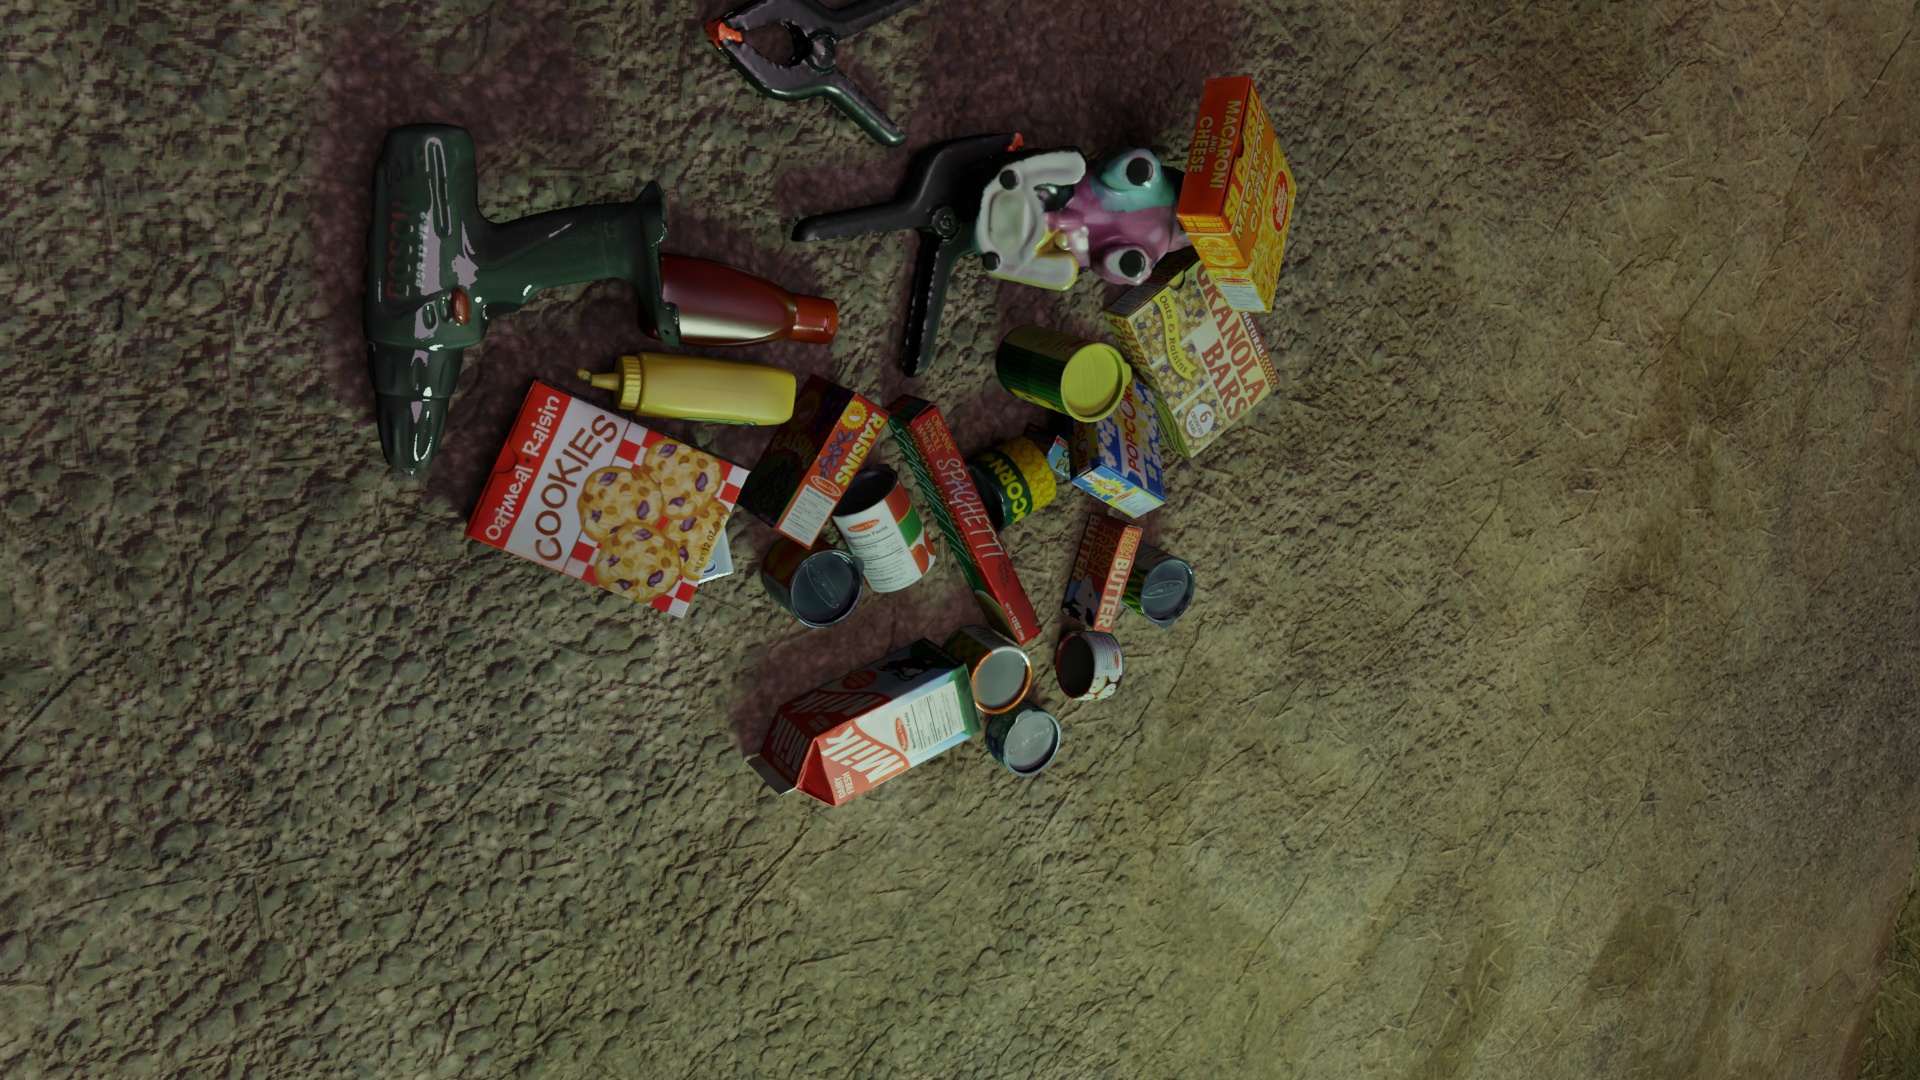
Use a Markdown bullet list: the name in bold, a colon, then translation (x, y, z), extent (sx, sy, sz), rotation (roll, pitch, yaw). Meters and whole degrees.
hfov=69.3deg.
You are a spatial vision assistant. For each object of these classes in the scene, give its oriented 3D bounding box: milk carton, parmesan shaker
- **milk carton**: translation (-0.085, 0.162, 1.193), extent (0.191, 0.072, 0.073), rotation (-24, 117, -24)
- **parmesan shaker**: translation (0.087, -0.144, 1.181), extent (0.071, 0.103, 0.071), rotation (-10, 111, -28)

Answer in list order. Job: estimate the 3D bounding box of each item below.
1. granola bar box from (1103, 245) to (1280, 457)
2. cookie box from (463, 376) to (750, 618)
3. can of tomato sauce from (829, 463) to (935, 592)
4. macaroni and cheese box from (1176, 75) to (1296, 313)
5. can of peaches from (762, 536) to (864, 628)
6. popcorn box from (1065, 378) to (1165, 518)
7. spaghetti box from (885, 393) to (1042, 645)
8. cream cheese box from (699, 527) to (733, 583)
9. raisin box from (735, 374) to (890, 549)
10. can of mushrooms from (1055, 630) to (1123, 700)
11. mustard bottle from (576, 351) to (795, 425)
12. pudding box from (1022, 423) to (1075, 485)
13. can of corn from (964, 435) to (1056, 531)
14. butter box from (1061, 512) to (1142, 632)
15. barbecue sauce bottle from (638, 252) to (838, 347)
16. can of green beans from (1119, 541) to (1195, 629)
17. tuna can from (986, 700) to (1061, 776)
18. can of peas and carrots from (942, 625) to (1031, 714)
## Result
- **granola bar box**: translation (0.219, -0.179, 1.291), extent (0.124, 0.039, 0.165), rotation (-40, 122, -15)
- **cookie box**: translation (-0.258, -0.031, 1.020), extent (0.167, 0.040, 0.123), rotation (24, 91, -20)
- **can of tomato sauce**: translation (-0.065, -0.010, 1.155), extent (0.071, 0.071, 0.082), rotation (-36, 121, -17)
- **macaroni and cheese box**: translation (0.229, -0.278, 1.132), extent (0.166, 0.040, 0.124), rotation (36, 64, -59)
- **can of peaches**: translation (-0.120, 0.030, 1.137), extent (0.071, 0.058, 0.071), rotation (-10, 110, -29)
- **popcorn box**: translation (0.135, -0.093, 1.224), extent (0.085, 0.038, 0.127), rotation (27, 47, -35)
- **spaghetti box**: translation (0.004, -0.015, 1.204), extent (0.029, 0.050, 0.249), rotation (-37, 121, -18)
- **cream cheese box**: translation (-0.214, -0.016, 1.084), extent (0.053, 0.024, 0.103), rotation (-18, 114, -24)
- **raisin box**: translation (-0.117, -0.064, 1.092), extent (0.040, 0.086, 0.123), rotation (32, 88, -33)
- **can of mushrooms**: translation (0.120, 0.119, 1.310), extent (0.033, 0.071, 0.071), rotation (3, 104, -33)
- **mustard bottle**: translation (-0.206, -0.114, 1.037), extent (0.160, 0.065, 0.048), rotation (2, 96, -27)
- **pudding box**: translation (0.097, -0.071, 1.244), extent (0.083, 0.050, 0.030), rotation (27, 92, -34)
- **can of corn**: translation (0.042, -0.050, 1.204), extent (0.058, 0.071, 0.071), rotation (-30, 119, -21)
- **butter box**: translation (0.131, 0.029, 1.295), extent (0.024, 0.053, 0.103), rotation (11, 99, -36)
- **barbecue sauce bottle**: translation (-0.165, -0.175, 1.052), extent (0.149, 0.044, 0.064), rotation (3, 104, -33)
- **can of green beans**: translation (0.180, 0.040, 1.325), extent (0.071, 0.058, 0.071), rotation (-10, 111, -29)
- **tuna can**: translation (0.059, 0.184, 1.312), extent (0.071, 0.033, 0.070), rotation (-10, 111, -29)
- **can of peas and carrots**: translation (0.022, 0.119, 1.252), extent (0.071, 0.059, 0.070), rotation (-10, 110, -28)
